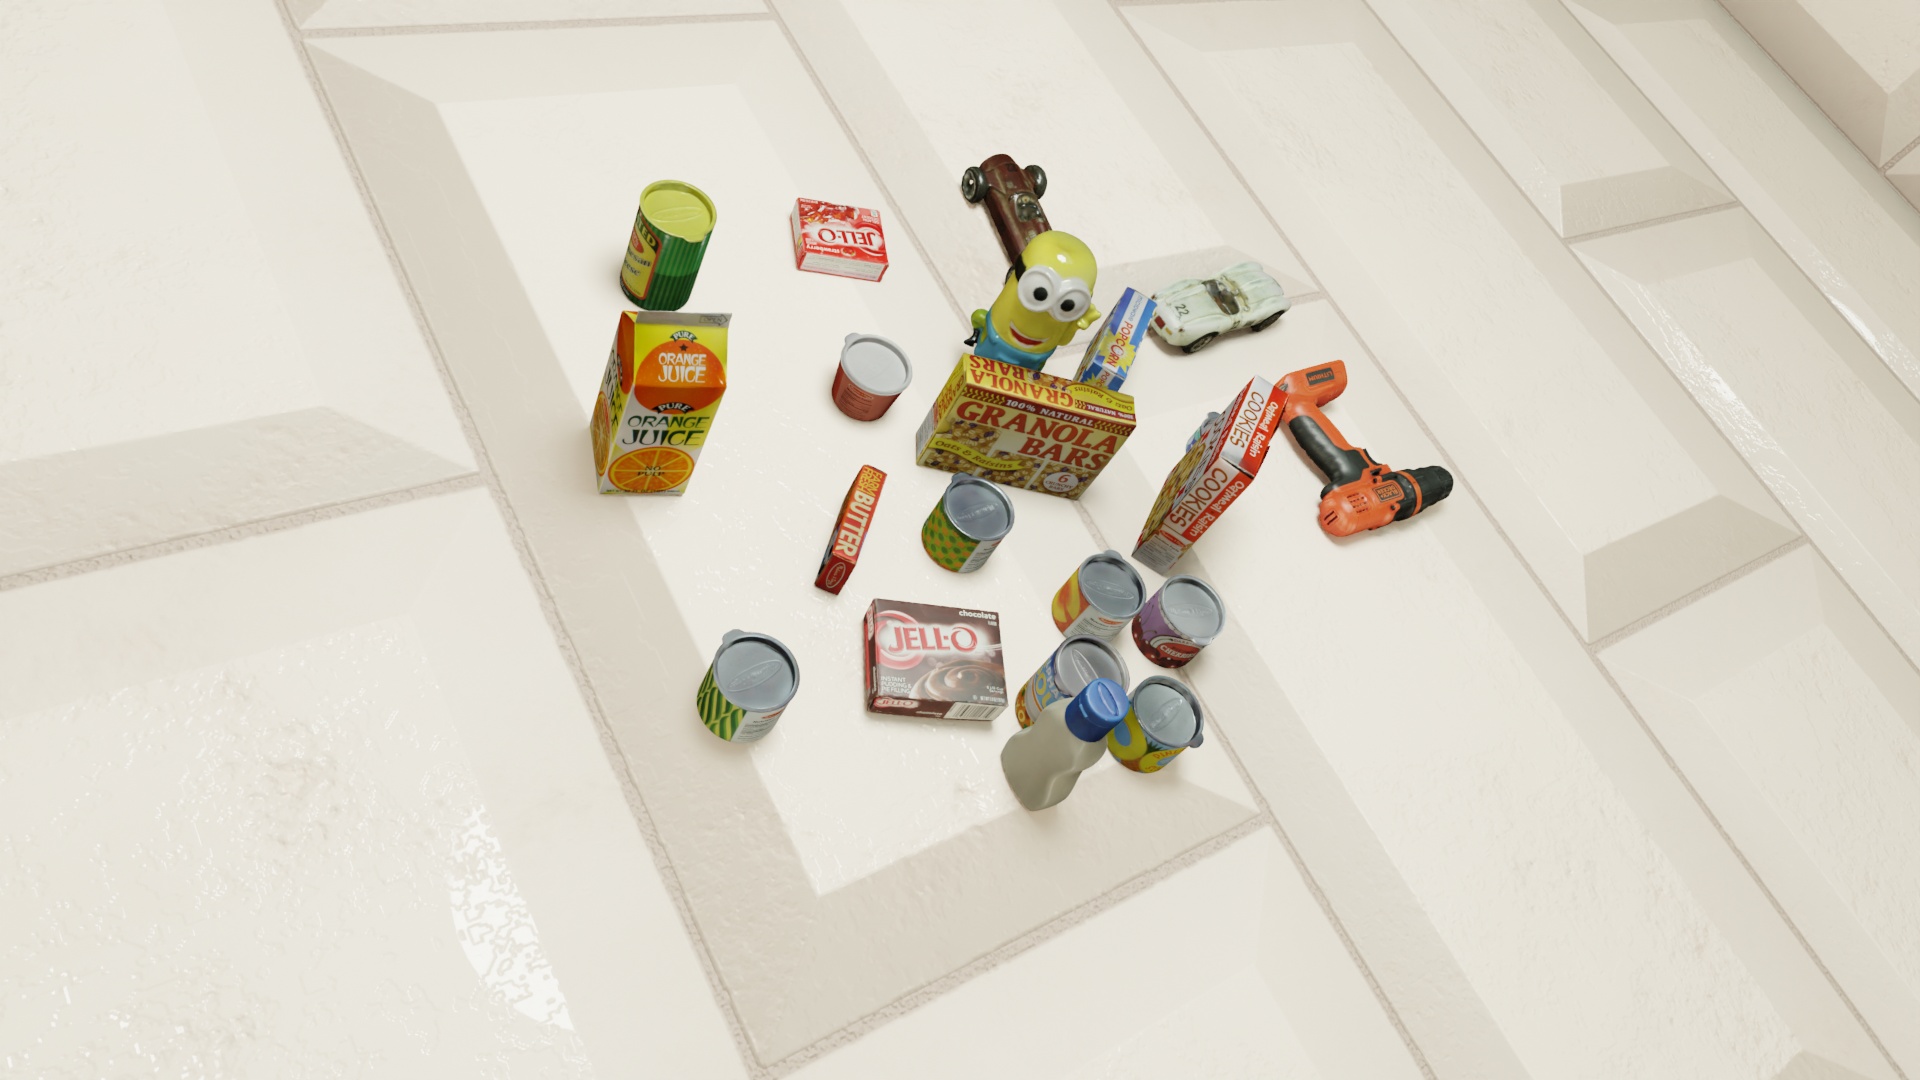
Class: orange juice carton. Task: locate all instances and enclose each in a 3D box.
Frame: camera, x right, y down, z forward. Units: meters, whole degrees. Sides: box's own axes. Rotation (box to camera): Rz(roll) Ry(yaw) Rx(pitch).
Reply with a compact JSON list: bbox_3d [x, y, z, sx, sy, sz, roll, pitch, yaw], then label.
[{"bbox_3d":[-0.234,-0.116,1.078,0.072,0.191,0.073,-1,59,-26],"label":"orange juice carton"}]

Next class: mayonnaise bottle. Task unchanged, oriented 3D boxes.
[{"bbox_3d":[0.082,0.155,1.073,0.041,0.147,0.065,-13,65,-32],"label":"mayonnaise bottle"}]

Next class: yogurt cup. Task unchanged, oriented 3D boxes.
[{"bbox_3d":[-0.083,-0.145,1.261,0.072,0.053,0.073,13,54,-18],"label":"yogurt cup"}]

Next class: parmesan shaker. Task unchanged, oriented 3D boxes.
[{"bbox_3d":[-0.258,-0.255,1.221,0.071,0.102,0.071,13,54,-18],"label":"parmesan shaker"}]

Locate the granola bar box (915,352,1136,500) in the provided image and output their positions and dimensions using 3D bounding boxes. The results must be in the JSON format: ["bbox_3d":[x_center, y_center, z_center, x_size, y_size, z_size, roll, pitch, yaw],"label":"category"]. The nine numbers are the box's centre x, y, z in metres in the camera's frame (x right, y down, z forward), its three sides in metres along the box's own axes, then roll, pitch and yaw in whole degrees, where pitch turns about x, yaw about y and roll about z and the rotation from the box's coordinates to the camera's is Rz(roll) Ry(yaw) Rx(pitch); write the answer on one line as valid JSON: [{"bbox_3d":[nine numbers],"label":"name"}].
[{"bbox_3d":[0.057,-0.099,1.251,0.166,0.123,0.039,12,54,-18],"label":"granola bar box"}]

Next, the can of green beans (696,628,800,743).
[{"bbox_3d":[-0.160,0.111,1.045,0.071,0.057,0.071,13,54,-18],"label":"can of green beans"}]

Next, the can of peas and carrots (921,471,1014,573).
[{"bbox_3d":[0.004,-0.015,1.211,0.071,0.058,0.071,13,54,-18],"label":"can of peas and carrots"}]

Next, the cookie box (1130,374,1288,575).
[{"bbox_3d":[0.229,-0.059,1.279,0.040,0.166,0.123,33,50,-2],"label":"cookie box"}]

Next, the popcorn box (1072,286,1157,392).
[{"bbox_3d":[0.146,-0.181,1.376,0.038,0.084,0.127,30,50,-4],"label":"popcorn box"}]

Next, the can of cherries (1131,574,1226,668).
[{"bbox_3d":[0.194,0.075,1.241,0.071,0.058,0.072,13,54,-18],"label":"can of cherries"}]

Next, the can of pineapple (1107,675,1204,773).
[{"bbox_3d":[0.163,0.157,1.169,0.071,0.057,0.071,13,54,-18],"label":"can of pineapple"}]

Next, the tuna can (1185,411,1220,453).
[{"bbox_3d":[0.262,-0.093,1.406,0.071,0.032,0.071,13,54,-18],"label":"tuna can"}]

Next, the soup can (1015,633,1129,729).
[{"bbox_3d":[0.088,0.125,1.138,0.071,0.083,0.072,13,54,-18],"label":"soup can"}]

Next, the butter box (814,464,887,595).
[{"bbox_3d":[-0.092,-0.010,1.165,0.024,0.052,0.104,24,51,-10],"label":"butter box"}]

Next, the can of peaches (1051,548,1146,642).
[{"bbox_3d":[0.121,0.052,1.222,0.071,0.057,0.071,13,54,-18],"label":"can of peaches"}]
